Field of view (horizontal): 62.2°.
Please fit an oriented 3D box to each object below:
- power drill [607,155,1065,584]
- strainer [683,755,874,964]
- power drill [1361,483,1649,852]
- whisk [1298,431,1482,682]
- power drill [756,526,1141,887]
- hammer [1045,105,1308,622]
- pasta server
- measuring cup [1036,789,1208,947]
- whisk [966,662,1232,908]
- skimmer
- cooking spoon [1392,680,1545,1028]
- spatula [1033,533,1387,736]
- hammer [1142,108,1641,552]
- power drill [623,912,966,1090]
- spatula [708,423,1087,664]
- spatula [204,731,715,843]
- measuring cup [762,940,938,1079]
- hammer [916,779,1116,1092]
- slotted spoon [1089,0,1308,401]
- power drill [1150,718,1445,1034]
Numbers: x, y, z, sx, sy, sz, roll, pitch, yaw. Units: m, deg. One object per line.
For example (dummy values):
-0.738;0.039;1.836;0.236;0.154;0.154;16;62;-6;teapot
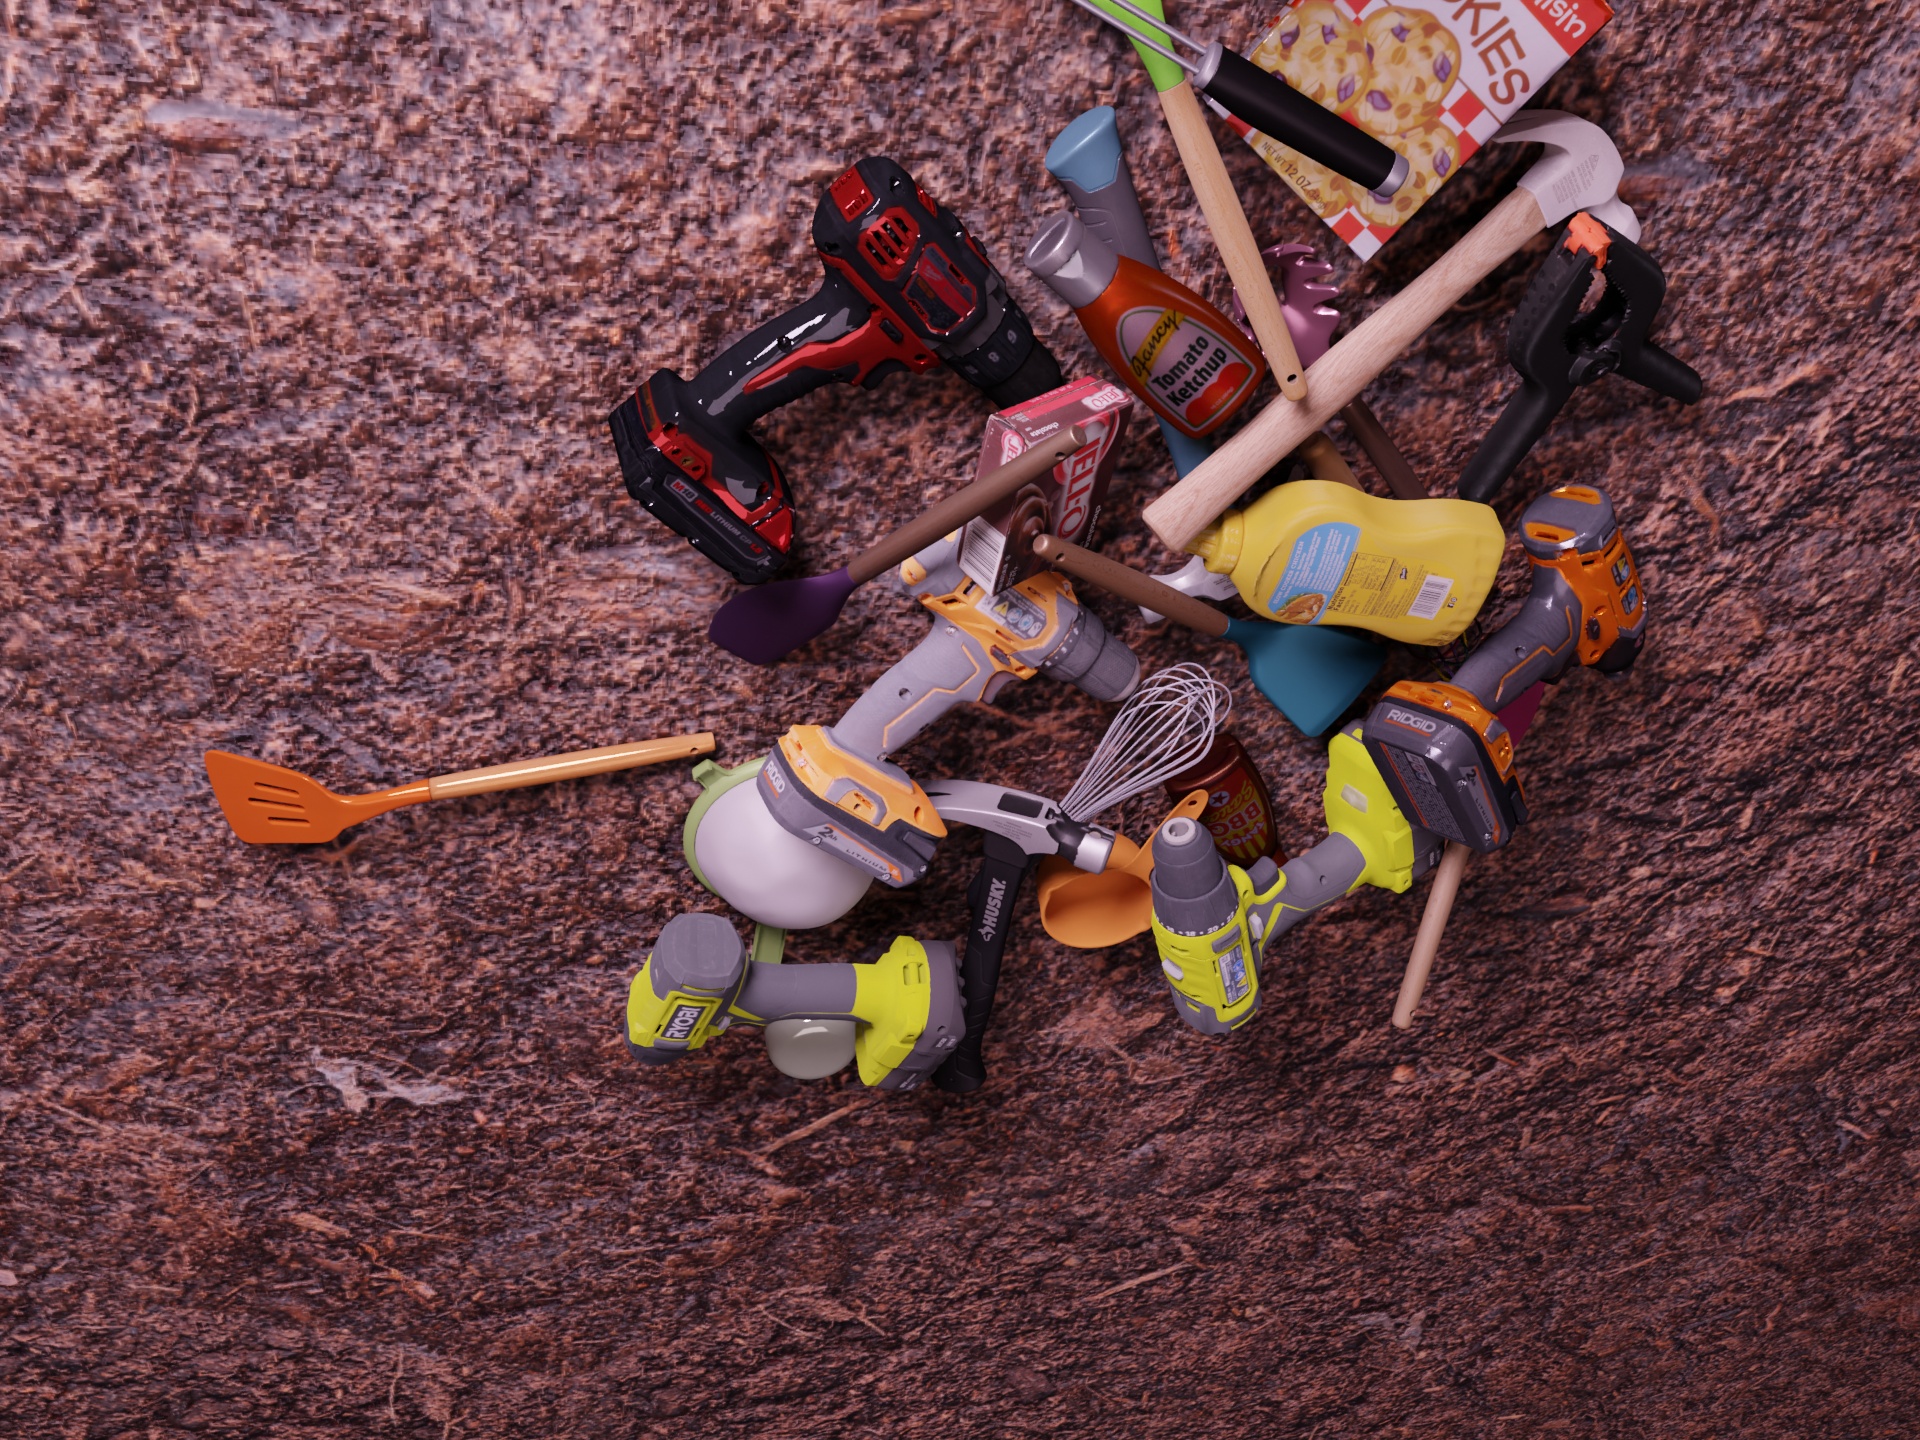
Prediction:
-0.063;-0.180;0.895;0.226;0.080;0.187;-39;133;14;power drill
-0.128;0.141;1.146;0.151;0.069;0.256;4;126;-15;strainer
0.380;-0.025;1.067;0.226;0.084;0.164;-49;129;-13;power drill
0.284;-0.106;1.050;0.047;0.051;0.244;-47;127;-3;whisk
-0.002;-0.003;1.033;0.185;0.084;0.226;31;101;-32;power drill
0.121;-0.202;0.943;0.128;0.033;0.330;-22;130;7;hammer
0.255;-0.180;0.989;0.060;0.040;0.315;-42;127;8;pasta server
0.122;0.094;1.170;0.095;0.052;0.173;21;124;-26;measuring cup
0.089;0.057;1.122;0.070;0.070;0.284;21;132;-27;whisk
0.076;-0.335;0.732;0.363;0.090;0.127;22;95;-20;skimmer
0.366;0.075;1.152;0.068;0.017;0.319;8;101;-38;cooking spoon
0.158;-0.062;1.014;0.317;0.044;0.082;17;119;-44;spatula
0.238;-0.218;0.915;0.331;0.031;0.129;-41;131;8;hammer
-0.123;0.207;1.139;0.223;0.080;0.171;9;142;-21;power drill
-0.046;-0.097;0.927;0.059;0.018;0.316;32;141;-32;spatula
-0.324;0.035;1.049;0.322;0.041;0.081;-10;130;-10;spatula
-0.081;0.227;1.247;0.167;0.038;0.083;-34;128;15;measuring cup
0.012;0.174;1.194;0.146;0.035;0.334;20;134;9;hammer
0.117;-0.303;0.822;0.070;0.031;0.313;-24;116;13;slotted spoon
0.232;0.099;1.129;0.228;0.080;0.190;-33;132;-17;power drill
